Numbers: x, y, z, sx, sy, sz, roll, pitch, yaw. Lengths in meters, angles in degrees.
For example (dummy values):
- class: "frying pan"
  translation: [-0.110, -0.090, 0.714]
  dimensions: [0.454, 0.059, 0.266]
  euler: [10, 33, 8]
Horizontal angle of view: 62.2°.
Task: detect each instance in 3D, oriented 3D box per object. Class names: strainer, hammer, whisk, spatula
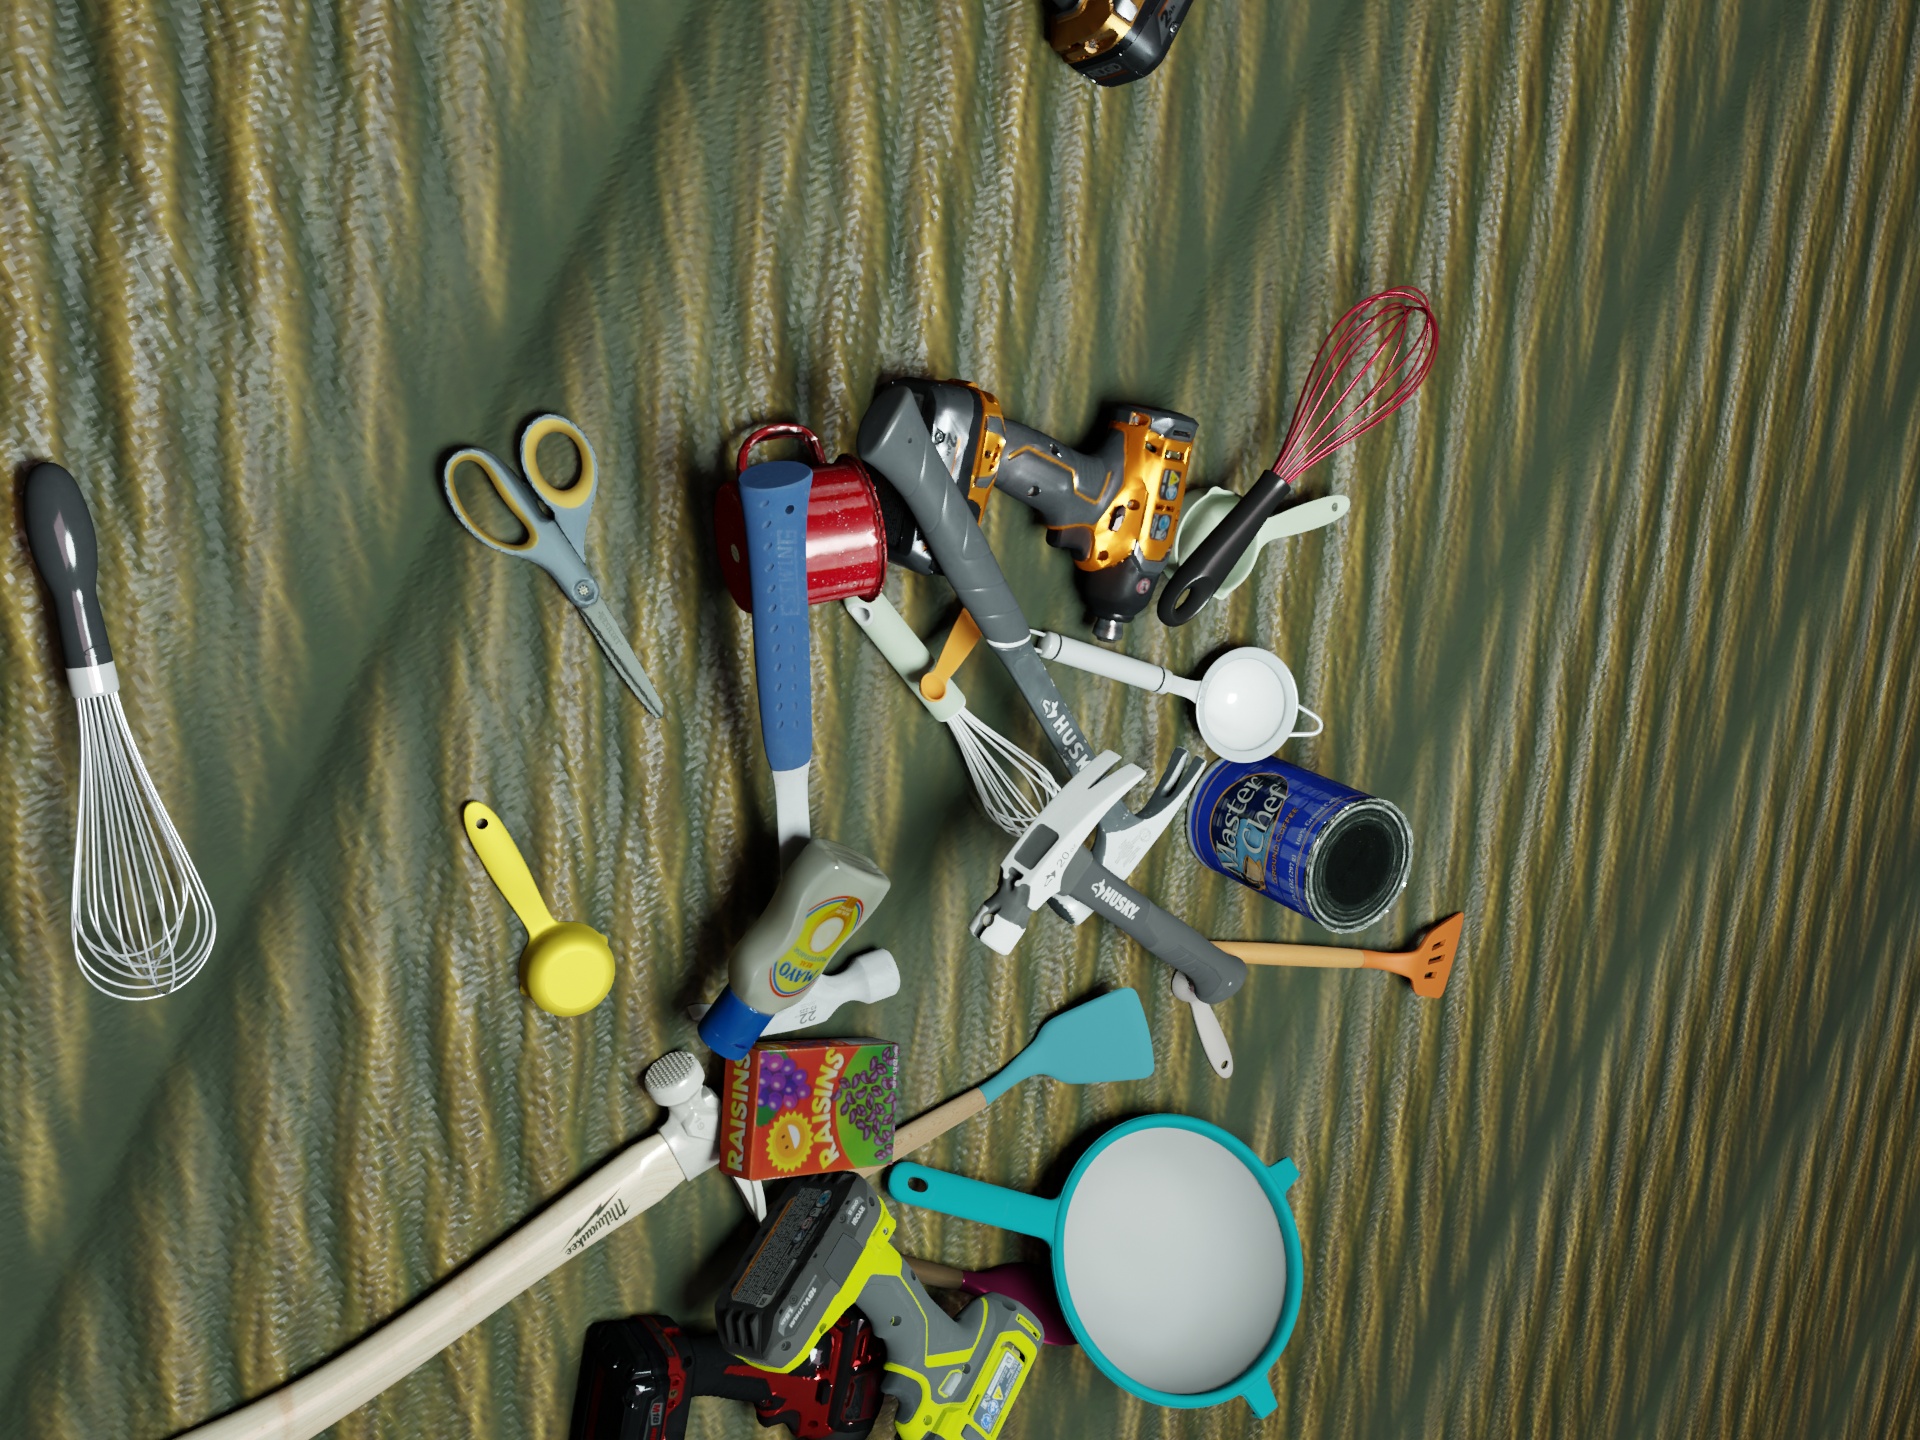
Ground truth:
- class: "strainer"
  translation: [0.093, 0.399, 1.221]
  dimensions: [0.340, 0.095, 0.211]
  euler: [19, 63, -12]
- class: "hammer"
  translation: [-0.316, 0.379, 1.008]
  dimensions: [0.410, 0.038, 0.146]
  euler: [-32, 119, -19]
- class: "whisk"
  translation: [0.235, -0.183, 1.114]
  dimensions: [0.073, 0.073, 0.296]
  euler: [39, 89, -32]
- class: "whisk"
  translation: [-0.002, -0.003, 1.081]
  dimensions: [0.246, 0.058, 0.059]
  euler: [51, 42, -27]
- class: "spatula"
  translation: [0.308, 0.195, 1.329]
  dimensions: [0.322, 0.041, 0.081]
  euler: [7, 100, -27]
- class: "hammer"
  translation: [0.131, 0.136, 1.119]
  dimensions: [0.146, 0.035, 0.334]
  euler: [-56, 142, -2]
- class: "spatula"
  translation: [-0.001, 0.290, 1.159]
  dimensions: [0.317, 0.044, 0.082]
  euler: [-25, 114, -23]
- class: "whisk"
  translation: [-0.440, 0.010, 0.821]
  dimensions: [0.070, 0.070, 0.284]
  euler: [-12, 104, -27]
- class: "hammer"
  translation: [-0.109, 0.037, 0.974]
  dimensions: [0.144, 0.035, 0.405]
  euler: [-16, 127, -24]
- class: "hammer"
  translation: [0.043, -0.042, 1.013]
  dimensions: [0.149, 0.036, 0.408]
  euler: [-43, 129, -15]
- class: "strainer"
  translation: [0.152, -0.029, 1.163]
  dimensions: [0.258, 0.050, 0.087]
  euler: [16, 90, -27]

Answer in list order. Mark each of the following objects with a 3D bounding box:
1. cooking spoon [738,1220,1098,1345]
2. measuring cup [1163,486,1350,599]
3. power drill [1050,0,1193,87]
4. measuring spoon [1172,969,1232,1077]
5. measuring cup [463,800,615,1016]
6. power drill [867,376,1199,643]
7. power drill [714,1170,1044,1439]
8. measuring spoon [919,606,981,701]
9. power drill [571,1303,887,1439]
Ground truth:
- class: "cooking spoon"
  translation: [-0.022, 0.411, 1.181]
  dimensions: [0.318, 0.069, 0.017]
  euler: [23, 122, -27]
- class: "measuring cup"
  translation: [0.213, -0.143, 1.168]
  dimensions: [0.167, 0.038, 0.083]
  euler: [-19, 112, -27]
- class: "power drill"
  translation: [0.052, -0.515, 0.945]
  dimensions: [0.226, 0.084, 0.185]
  euler: [27, 88, -29]
- class: "measuring spoon"
  translation: [0.202, 0.245, 1.282]
  dimensions: [0.034, 0.018, 0.124]
  euler: [-34, 119, -18]
- class: "measuring cup"
  translation: [-0.260, 0.116, 0.968]
  dimensions: [0.062, 0.029, 0.156]
  euler: [-32, 119, -19]
- class: "power drill"
  translation: [0.050, -0.136, 1.050]
  dimensions: [0.226, 0.084, 0.164]
  euler: [2, 105, -34]
- class: "power drill"
  translation: [-0.053, 0.429, 1.079]
  dimensions: [0.223, 0.080, 0.171]
  euler: [49, 54, -21]
- class: "measuring spoon"
  translation: [0.000, -0.055, 1.058]
  dimensions: [0.021, 0.011, 0.117]
  euler: [41, 53, -16]
- class: "power drill"
  translation: [-0.150, 0.475, 1.111]
  dimensions: [0.219, 0.079, 0.143]
  euler: [4, 101, -34]
